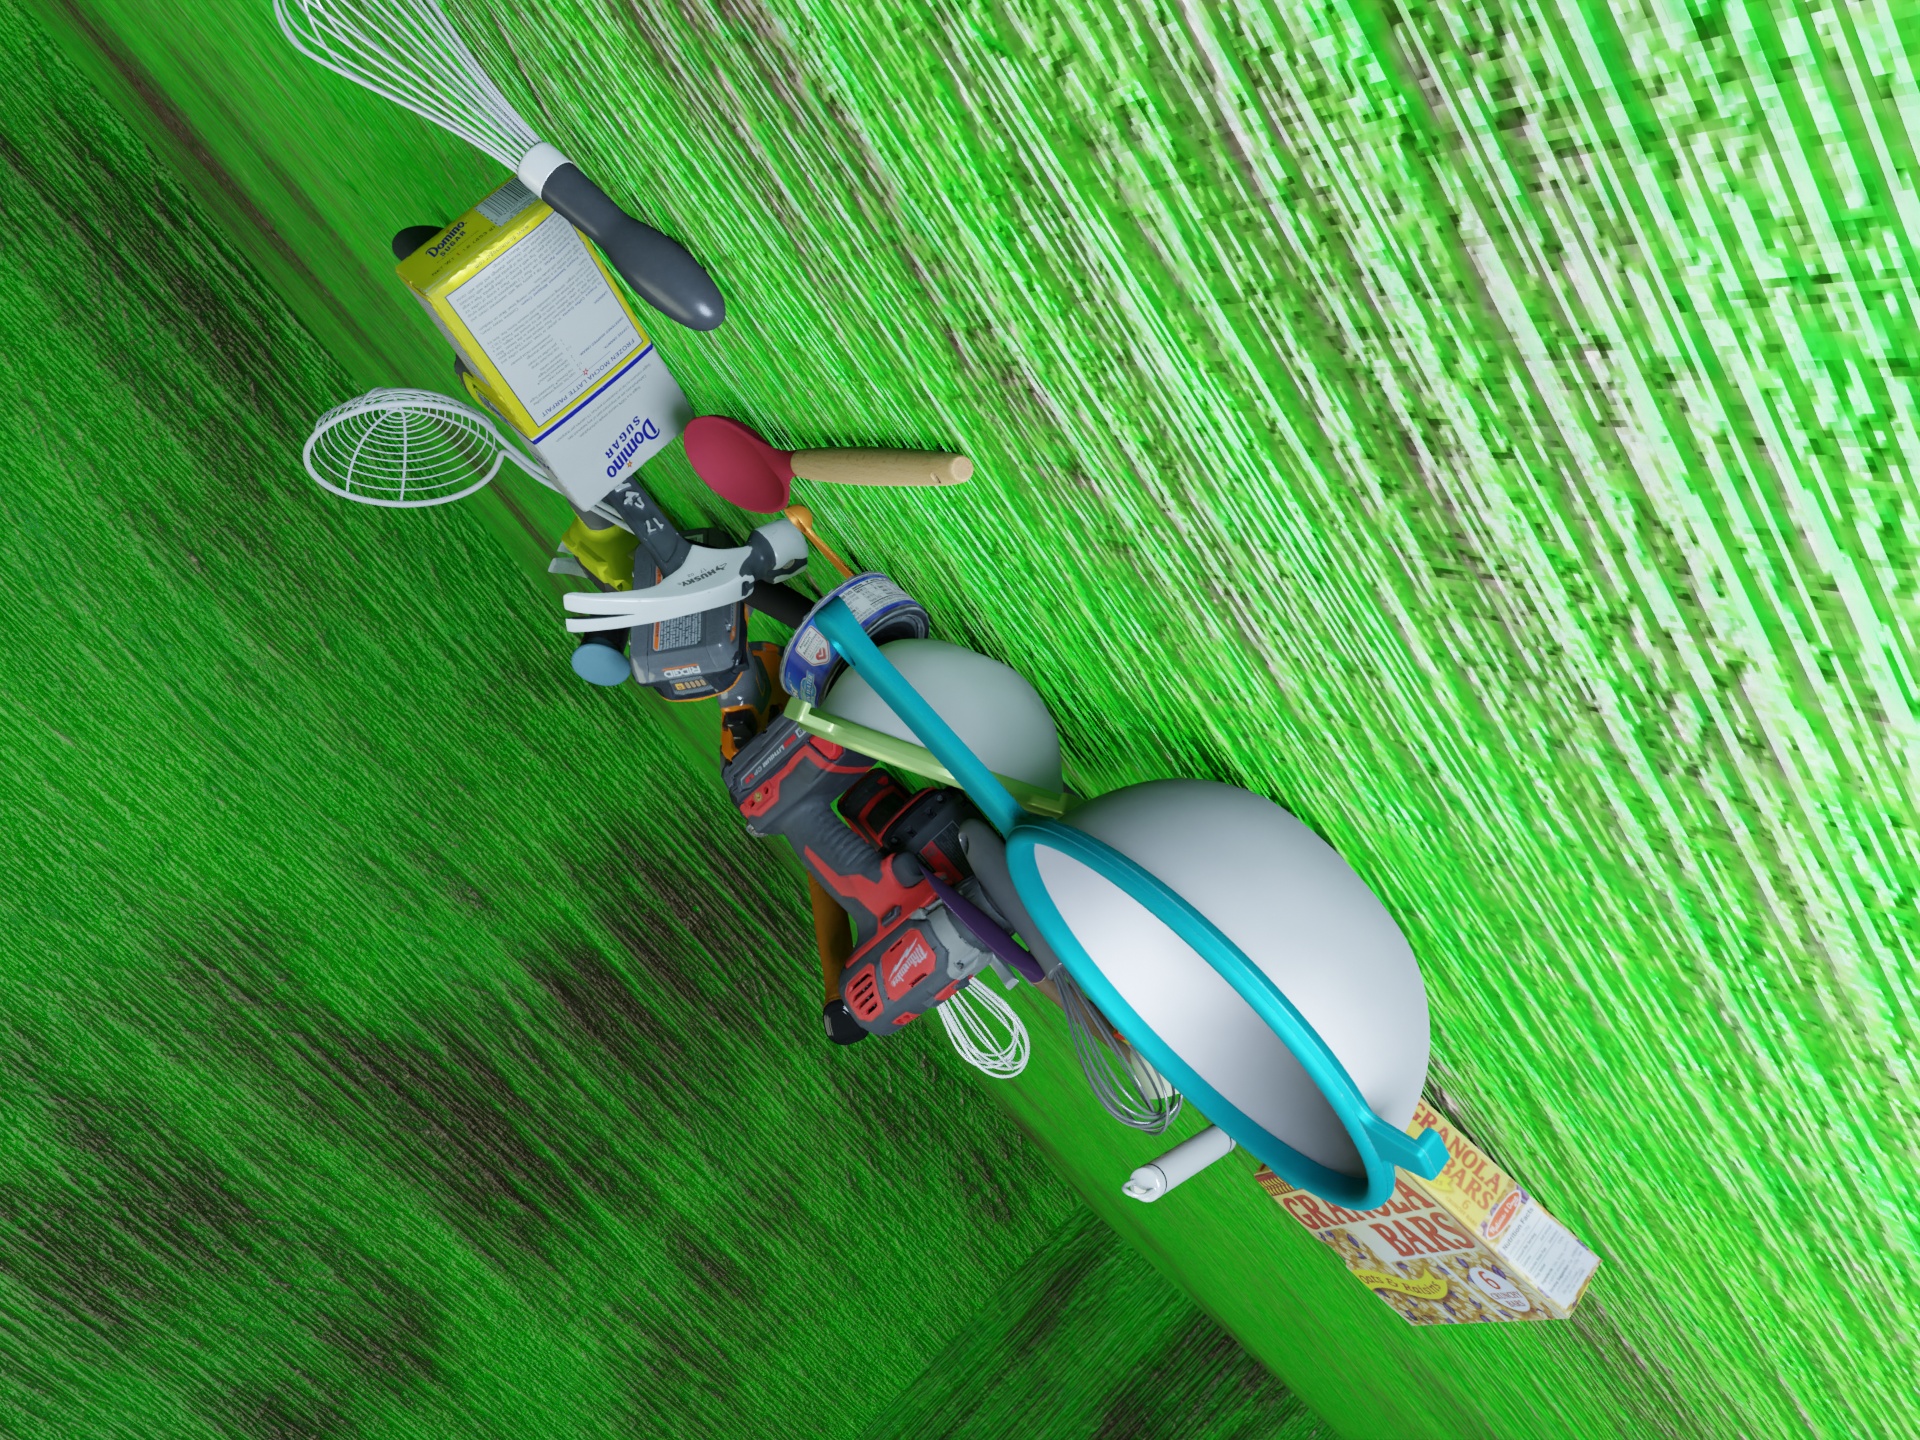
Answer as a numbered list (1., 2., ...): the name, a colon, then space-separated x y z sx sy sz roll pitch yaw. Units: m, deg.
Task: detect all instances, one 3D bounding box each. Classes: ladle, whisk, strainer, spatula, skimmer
1. ladle: -0.069 -0.126 0.782 0.069 0.031 0.316 49 166 -25
2. whisk: -0.032 0.168 1.198 0.246 0.059 0.058 51 137 1
3. whisk: 0.063 0.151 0.980 0.239 0.055 0.055 55 173 30
4. whisk: -0.217 -0.278 0.745 0.284 0.070 0.070 41 168 3
5. strainer: 0.080 0.050 0.682 0.340 0.095 0.211 47 165 10
6. spatula: 0.065 0.181 1.064 0.315 0.018 0.060 44 -176 -43
7. skimmer: -0.261 -0.121 1.070 0.363 0.090 0.127 28 156 5
8. strainer: -0.001 -0.003 0.873 0.151 0.069 0.256 19 -179 2
9. strainer: 0.160 0.248 0.955 0.087 0.050 0.258 26 -165 29

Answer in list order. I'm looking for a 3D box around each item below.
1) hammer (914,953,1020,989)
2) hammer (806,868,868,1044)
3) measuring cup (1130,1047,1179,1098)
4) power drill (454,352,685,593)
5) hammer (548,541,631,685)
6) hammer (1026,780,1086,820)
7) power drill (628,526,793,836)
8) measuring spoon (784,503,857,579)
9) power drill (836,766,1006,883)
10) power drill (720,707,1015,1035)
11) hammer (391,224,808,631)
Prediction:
1. hammer: -0.021 0.206 1.369 0.144 0.035 0.405 43 -172 5
2. hammer: -0.115 0.113 1.310 0.127 0.034 0.337 63 -169 -53
3. measuring cup: 0.146 0.204 1.043 0.038 0.083 0.167 64 -176 1
4. power drill: -0.271 -0.178 1.196 0.191 0.080 0.228 37 162 36
5. hammer: -0.287 -0.089 1.321 0.128 0.033 0.331 25 -168 -15
6. hammer: 0.100 0.149 1.060 0.143 0.038 0.386 44 168 20
7. power drill: -0.175 -0.022 1.202 0.226 0.084 0.164 68 -165 -59
8. measuring spoon: -0.058 -0.084 0.924 0.117 0.011 0.021 45 168 -7
9. power drill: -0.021 0.110 1.272 0.143 0.078 0.220 49 171 -12
10. power drill: -0.045 0.081 1.106 0.227 0.188 0.080 56 -158 18
11. hammer: -0.269 -0.204 1.032 0.409 0.149 0.036 48 149 28
